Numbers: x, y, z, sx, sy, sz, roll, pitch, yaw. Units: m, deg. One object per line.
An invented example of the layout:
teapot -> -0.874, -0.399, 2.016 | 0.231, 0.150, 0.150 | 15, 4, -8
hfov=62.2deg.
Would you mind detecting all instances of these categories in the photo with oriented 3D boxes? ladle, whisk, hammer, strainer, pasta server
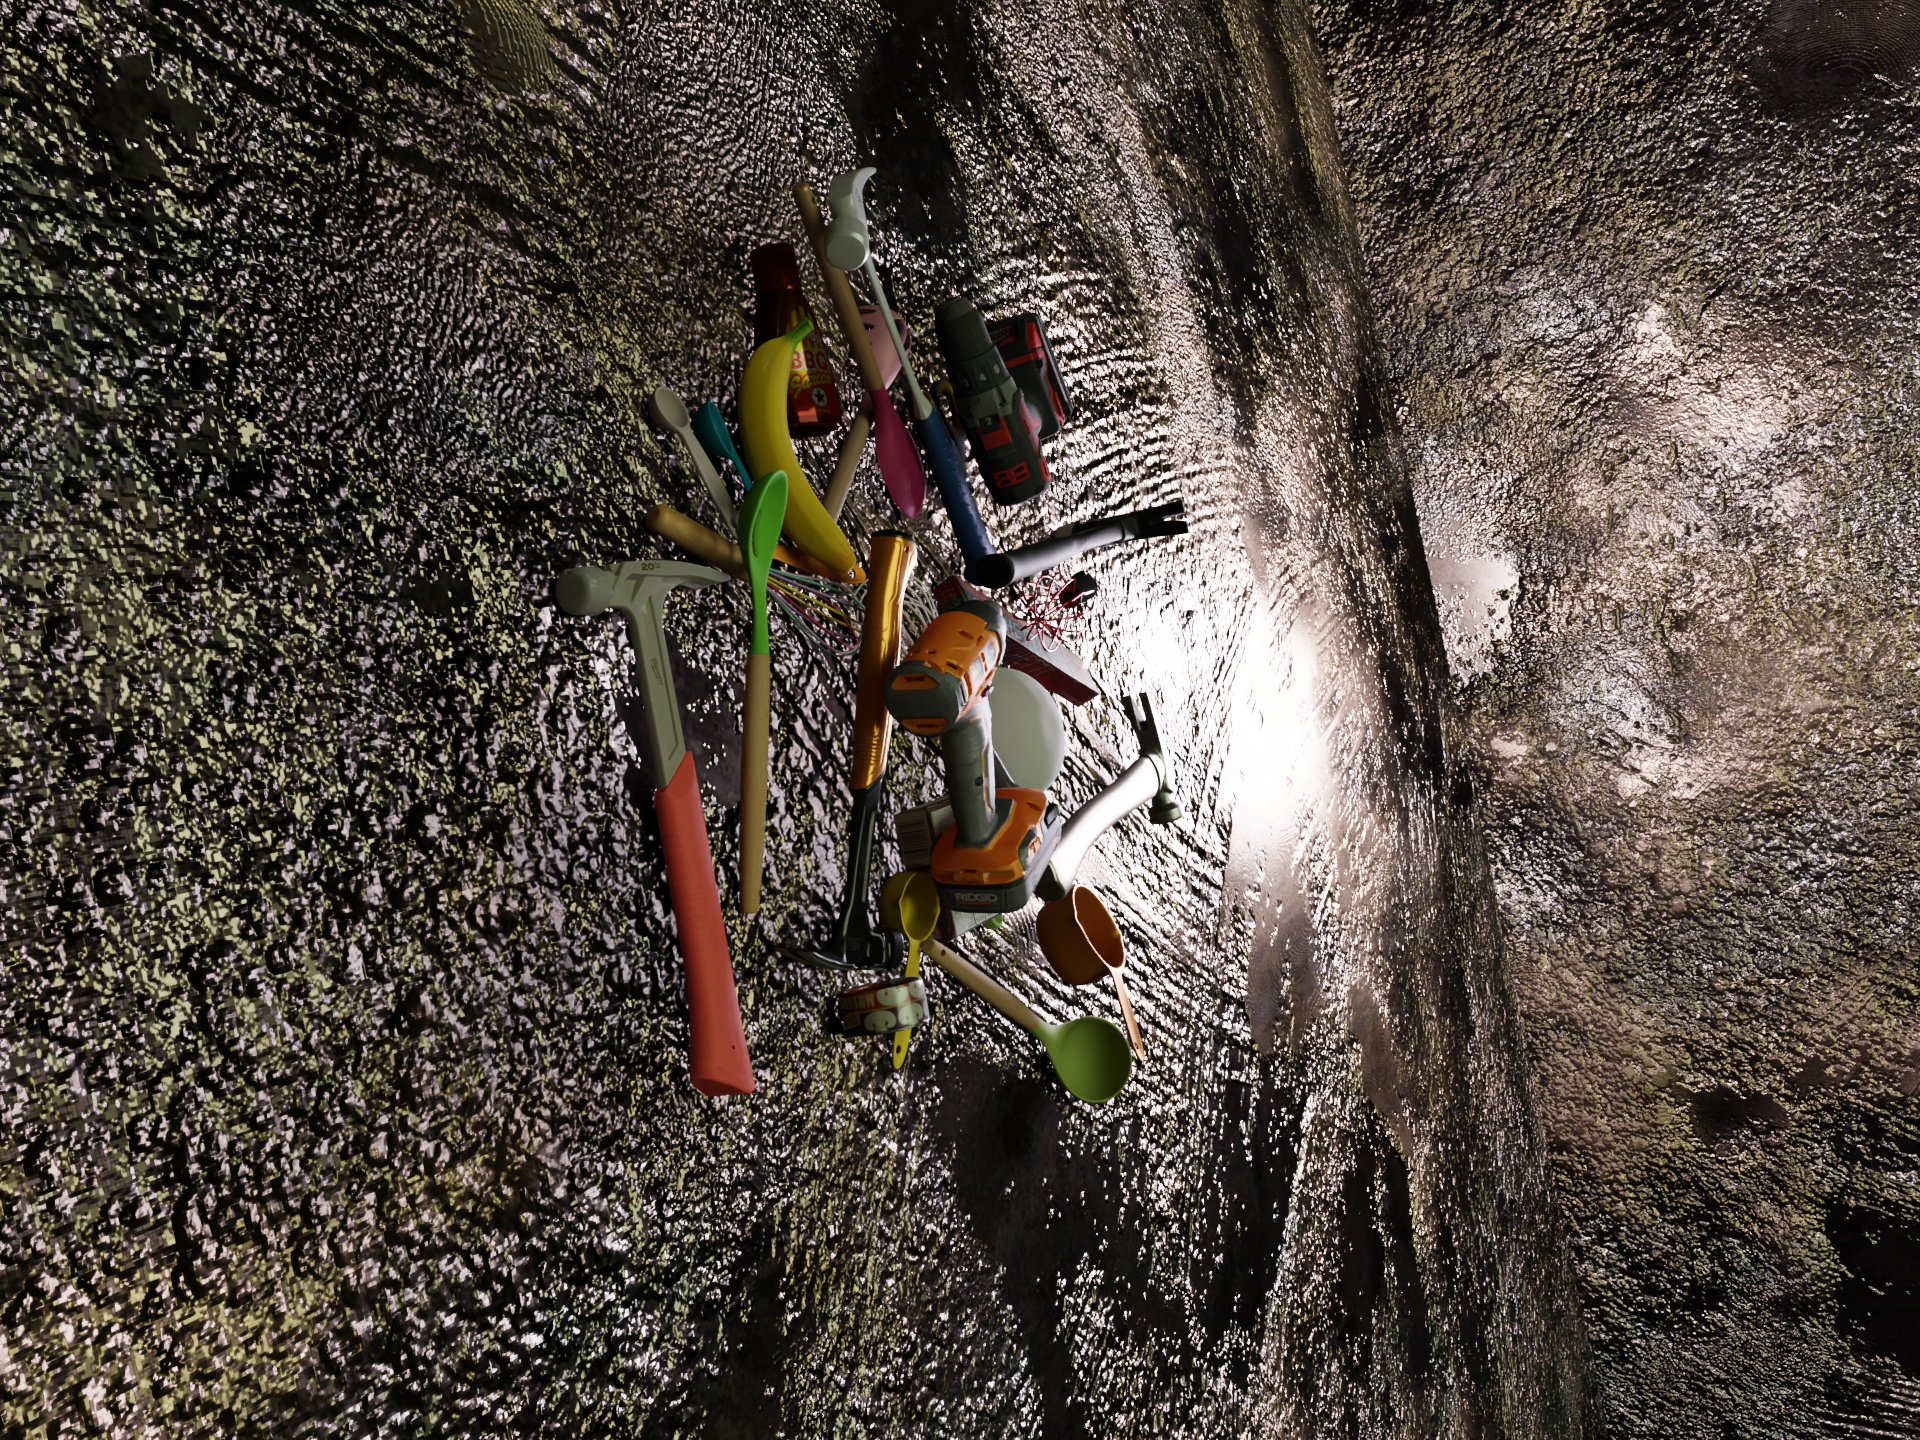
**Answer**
ladle -> 0.060, 0.254, 1.374 | 0.319, 0.062, 0.078 | 45, 57, -48
whisk -> -0.144, -0.104, 1.194 | 0.244, 0.051, 0.047 | 28, 22, -48
hammer -> -0.181, 0.071, 1.068 | 0.149, 0.037, 0.359 | -7, 86, -60
strainer -> 0.051, 0.061, 1.431 | 0.151, 0.069, 0.257 | 35, 49, -50
hammer -> 0.140, 0.080, 1.570 | 0.410, 0.038, 0.146 | -30, 104, -65
pasta server -> -0.093, -0.237, 1.337 | 0.060, 0.040, 0.316 | 49, 45, -41
hammer -> -0.073, 0.020, 1.205 | 0.127, 0.034, 0.337 | 15, 80, -57
hammer -> 0.105, -0.166, 1.513 | 0.335, 0.146, 0.035 | -27, 106, -61
whisk -> 0.104, -0.119, 1.559 | 0.296, 0.073, 0.073 | -42, 117, -73
hammer -> -0.034, -0.276, 1.351 | 0.405, 0.035, 0.144 | 67, 15, -45
whisk -> -0.001, -0.005, 1.346 | 0.284, 0.070, 0.070 | 57, 36, -20

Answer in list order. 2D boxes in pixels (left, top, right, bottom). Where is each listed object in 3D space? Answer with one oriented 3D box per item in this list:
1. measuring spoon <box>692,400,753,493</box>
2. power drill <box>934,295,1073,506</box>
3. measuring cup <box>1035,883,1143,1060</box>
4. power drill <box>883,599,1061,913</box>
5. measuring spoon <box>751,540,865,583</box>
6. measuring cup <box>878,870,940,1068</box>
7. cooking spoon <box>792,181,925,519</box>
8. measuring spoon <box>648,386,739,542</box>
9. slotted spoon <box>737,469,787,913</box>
measuring spoon -> -0.171, -0.180, 1.194 | 0.042, 0.021, 0.128 | -102, 171, -53
power drill -> 0.035, -0.315, 1.472 | 0.227, 0.080, 0.187 | -72, 141, -63
measuring cup -> 0.120, 0.239, 1.463 | 0.095, 0.052, 0.174 | 27, 40, -55
power drill -> 0.016, 0.020, 1.261 | 0.164, 0.084, 0.226 | -55, 137, -53
measuring spoon -> -0.119, -0.123, 1.241 | 0.116, 0.011, 0.021 | 11, 71, -45
measuring cup -> -0.050, 0.197, 1.268 | 0.062, 0.029, 0.156 | 22, 73, -57
cooking spoon -> -0.077, -0.294, 1.301 | 0.318, 0.017, 0.069 | 68, 33, -43
measuring spoon -> -0.190, -0.180, 1.139 | 0.124, 0.018, 0.034 | 62, 26, -8
slotted spoon -> -0.145, -0.021, 1.125 | 0.070, 0.031, 0.314 | 15, 77, -82
